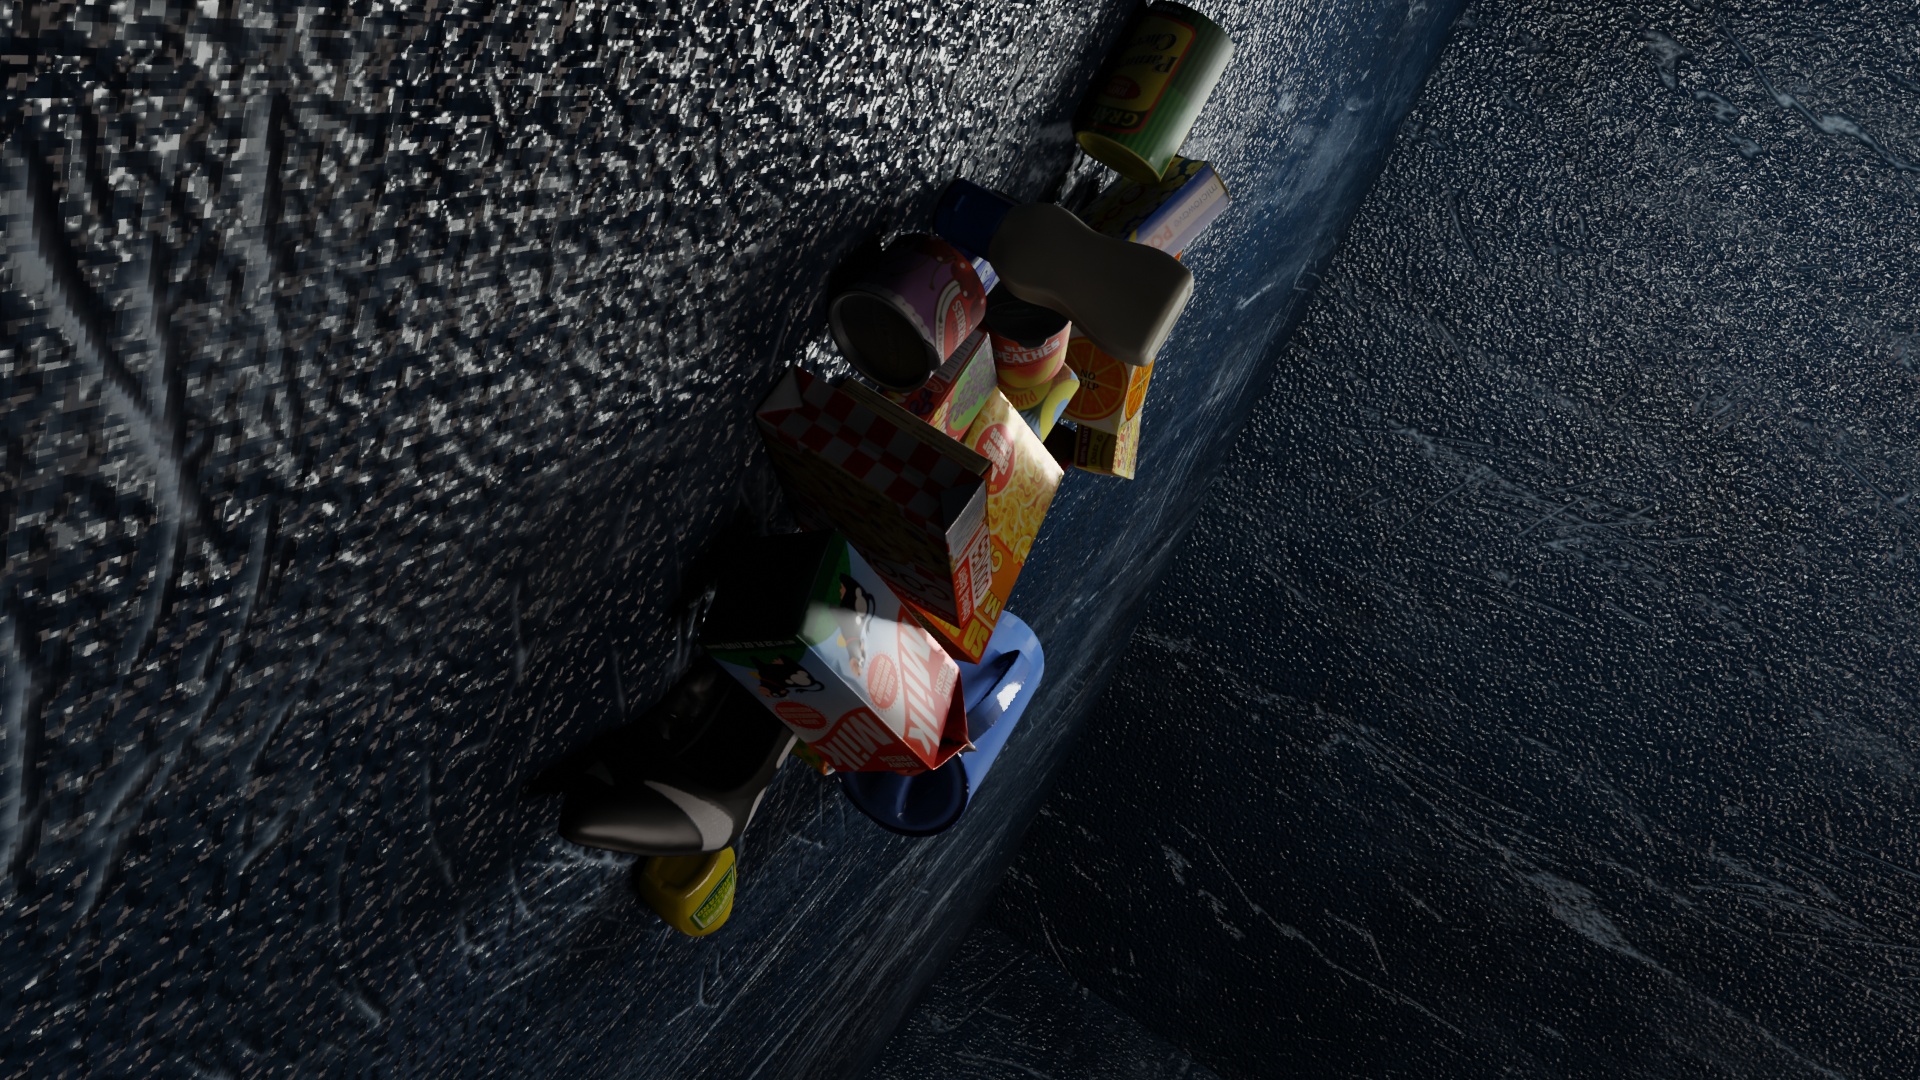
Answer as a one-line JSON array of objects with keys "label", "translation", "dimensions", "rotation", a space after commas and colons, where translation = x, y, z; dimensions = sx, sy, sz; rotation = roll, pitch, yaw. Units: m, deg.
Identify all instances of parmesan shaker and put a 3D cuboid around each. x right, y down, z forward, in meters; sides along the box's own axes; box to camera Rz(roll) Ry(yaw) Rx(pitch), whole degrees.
[{"label": "parmesan shaker", "translation": [0.130, -0.304, 0.942], "dimensions": [0.103, 0.071, 0.071], "rotation": [-61, 167, 2]}]

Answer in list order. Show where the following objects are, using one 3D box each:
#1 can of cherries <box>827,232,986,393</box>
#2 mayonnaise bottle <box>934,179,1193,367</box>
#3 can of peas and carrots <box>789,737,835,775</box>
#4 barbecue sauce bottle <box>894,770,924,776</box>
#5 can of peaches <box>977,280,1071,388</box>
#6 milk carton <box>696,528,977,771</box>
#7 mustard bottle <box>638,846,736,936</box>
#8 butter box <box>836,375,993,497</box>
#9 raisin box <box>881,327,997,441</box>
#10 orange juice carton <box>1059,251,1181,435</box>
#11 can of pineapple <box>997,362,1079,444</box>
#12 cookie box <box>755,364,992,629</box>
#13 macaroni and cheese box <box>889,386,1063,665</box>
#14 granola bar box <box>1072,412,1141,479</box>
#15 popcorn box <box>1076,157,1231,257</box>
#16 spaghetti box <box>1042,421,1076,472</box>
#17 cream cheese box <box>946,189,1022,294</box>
[{"label": "can of cherries", "translation": [-0.026, -0.121, 0.744], "dimensions": [0.059, 0.071, 0.071], "rotation": [-51, 164, -33]}, {"label": "mayonnaise bottle", "translation": [0.056, -0.159, 0.795], "dimensions": [0.065, 0.148, 0.041], "rotation": [-59, 167, -1]}, {"label": "can of peas and carrots", "translation": [-0.105, 0.130, 1.028], "dimensions": [0.071, 0.059, 0.070], "rotation": [-55, 166, -20]}, {"label": "barbecue sauce bottle", "translation": [-0.053, 0.130, 1.079], "dimensions": [0.149, 0.044, 0.064], "rotation": [-124, -131, -63]}, {"label": "can of peaches", "translation": [0.042, -0.144, 0.951], "dimensions": [0.071, 0.071, 0.057], "rotation": [-53, 166, -24]}, {"label": "milk carton", "translation": [-0.062, 0.079, 0.819], "dimensions": [0.190, 0.072, 0.074], "rotation": [53, 43, -42]}, {"label": "mustard bottle", "translation": [-0.191, 0.252, 1.001], "dimensions": [0.065, 0.049, 0.159], "rotation": [-51, 165, -25]}, {"label": "butter box", "translation": [-0.031, -0.050, 0.812], "dimensions": [0.024, 0.103, 0.053], "rotation": [-51, 165, -28]}, {"label": "raisin box", "translation": [-0.026, -0.078, 0.911], "dimensions": [0.123, 0.040, 0.086], "rotation": [-56, 167, -11]}, {"label": "orange juice carton", "translation": [0.122, -0.189, 1.096], "dimensions": [0.072, 0.073, 0.191], "rotation": [-42, 148, -57]}, {"label": "can of pineapple", "translation": [0.047, -0.112, 1.048], "dimensions": [0.058, 0.071, 0.071], "rotation": [-58, 167, -9]}, {"label": "cookie box", "translation": [-0.044, -0.018, 0.789], "dimensions": [0.040, 0.123, 0.167], "rotation": [-54, 166, -16]}, {"label": "macaroni and cheese box", "translation": [0.004, -0.012, 0.995], "dimensions": [0.123, 0.040, 0.167], "rotation": [47, 61, -47]}, {"label": "granola bar box", "translation": [0.138, -0.142, 1.247], "dimensions": [0.124, 0.039, 0.165], "rotation": [4, 92, -75]}, {"label": "popcorn box", "translation": [0.117, -0.216, 0.976], "dimensions": [0.127, 0.085, 0.038], "rotation": [-44, 121, -7]}, {"label": "spaghetti box", "translation": [0.025, -0.025, 1.190], "dimensions": [0.251, 0.050, 0.028], "rotation": [-48, 162, -39]}, {"label": "cream cheese box", "translation": [0.001, -0.164, 0.855], "dimensions": [0.104, 0.024, 0.053], "rotation": [-52, 165, -29]}]
